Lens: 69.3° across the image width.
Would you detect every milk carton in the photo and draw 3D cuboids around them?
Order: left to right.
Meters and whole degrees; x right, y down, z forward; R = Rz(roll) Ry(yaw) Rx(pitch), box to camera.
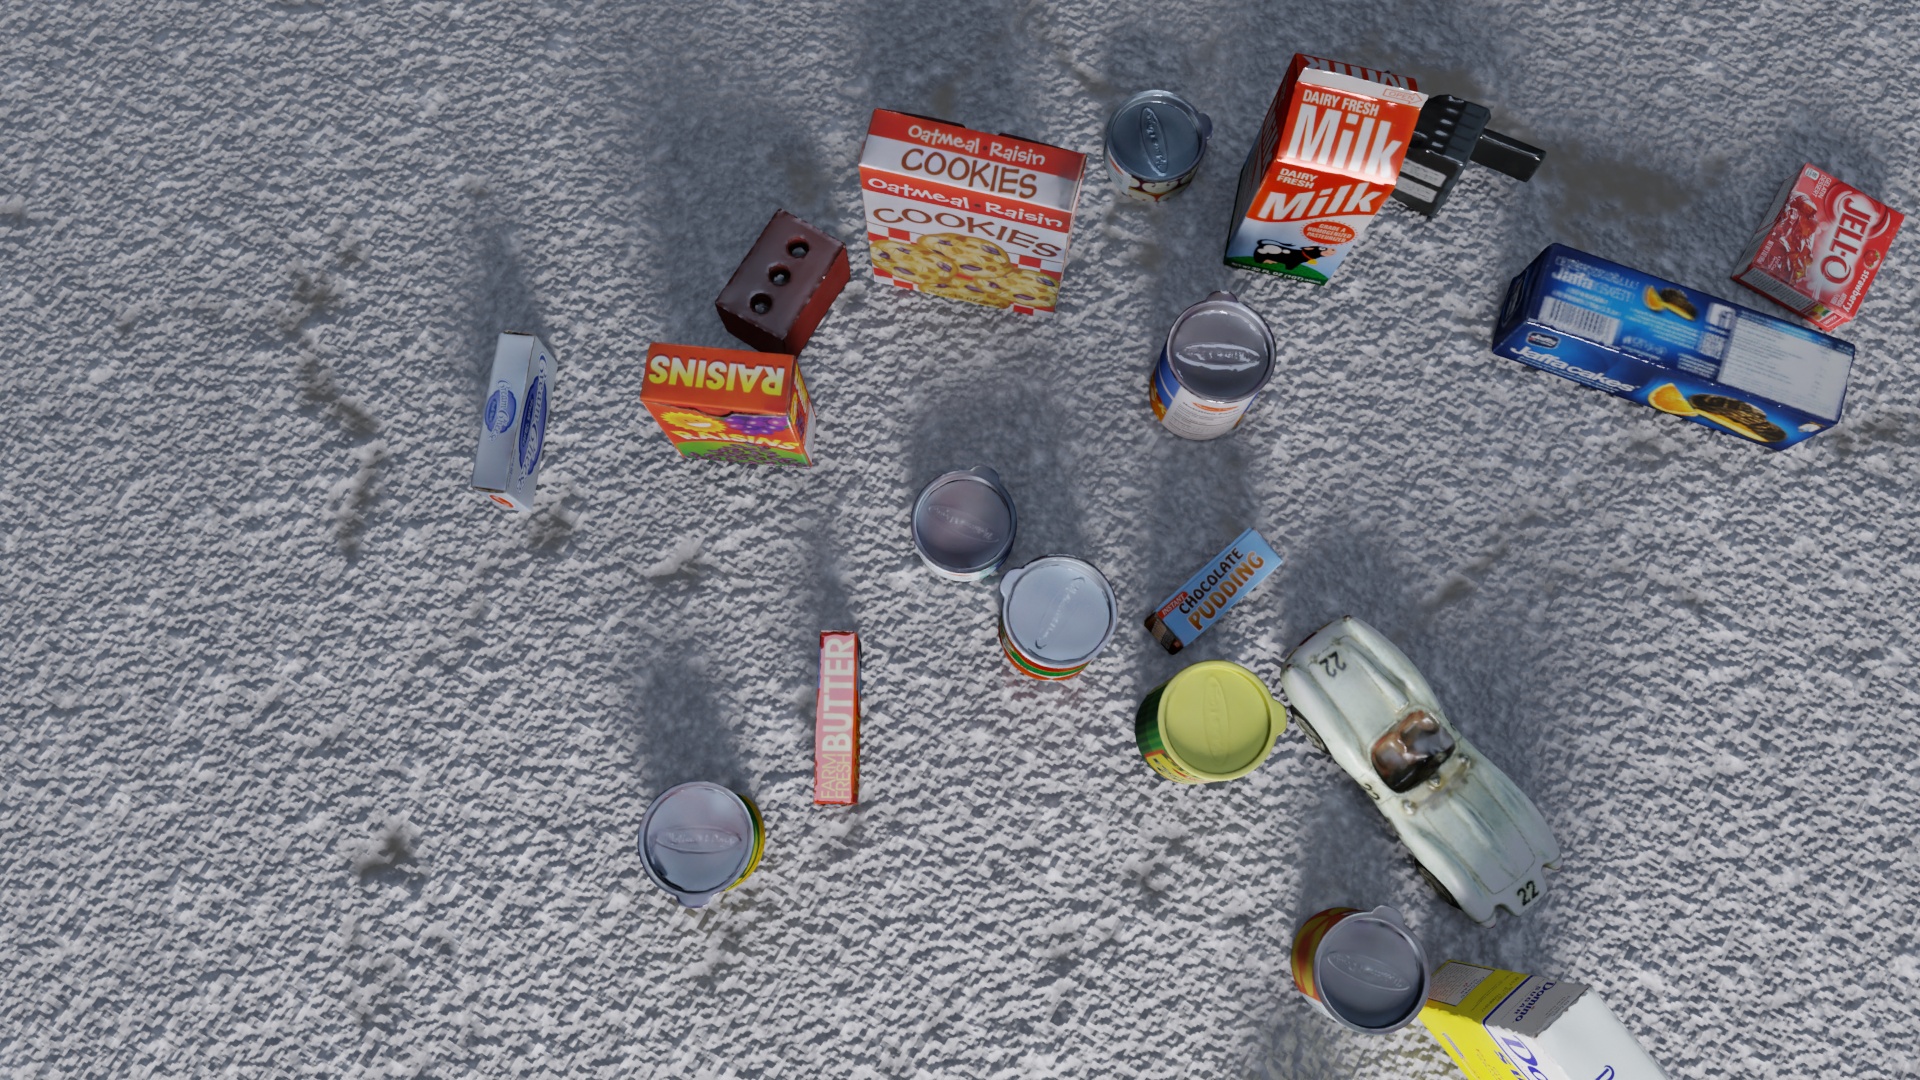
[{"bbox_3d":[0.218,-0.229,0.841,0.072,0.190,0.073,13,78,2],"label":"milk carton"}]

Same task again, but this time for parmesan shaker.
[{"bbox_3d":[0.143,0.109,0.810,0.071,0.103,0.071,0,78,0],"label":"parmesan shaker"}]

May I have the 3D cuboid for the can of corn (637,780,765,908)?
[{"bbox_3d":[-0.151,0.178,0.815,0.071,0.058,0.071,0,78,0],"label":"can of corn"}]

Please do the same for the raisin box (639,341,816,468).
[{"bbox_3d":[-0.137,-0.079,0.839,0.086,0.123,0.040,6,78,1],"label":"raisin box"}]

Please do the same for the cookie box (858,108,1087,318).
[{"bbox_3d":[0.006,-0.194,0.843,0.123,0.167,0.040,13,78,2],"label":"cookie box"}]

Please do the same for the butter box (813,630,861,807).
[{"bbox_3d":[-0.073,0.108,0.834,0.024,0.053,0.103,1,78,0],"label":"butter box"}]

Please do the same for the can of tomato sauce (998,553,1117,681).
[{"bbox_3d":[0.055,0.048,0.833,0.071,0.083,0.071,0,78,0],"label":"can of tomato sauce"}]

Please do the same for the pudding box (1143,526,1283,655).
[{"bbox_3d":[0.155,0.031,0.855,0.084,0.049,0.030,-40,81,-8],"label":"pudding box"}]

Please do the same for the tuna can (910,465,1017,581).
[{"bbox_3d":[0.003,-0.011,0.871,0.071,0.032,0.071,0,78,0],"label":"tuna can"}]

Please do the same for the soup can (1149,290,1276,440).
[{"bbox_3d":[0.156,-0.107,0.868,0.071,0.083,0.071,0,78,0],"label":"soup can"}]

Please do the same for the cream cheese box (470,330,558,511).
[{"bbox_3d":[-0.279,-0.074,0.872,0.024,0.053,0.104,6,78,1],"label":"cream cheese box"}]

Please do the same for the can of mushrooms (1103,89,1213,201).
[{"bbox_3d":[0.131,-0.263,0.928,0.071,0.033,0.071,0,78,0],"label":"can of mushrooms"}]

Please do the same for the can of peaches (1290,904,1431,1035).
[{"bbox_3d":[0.231,0.245,0.804,0.071,0.058,0.071,0,78,0],"label":"can of peaches"}]
